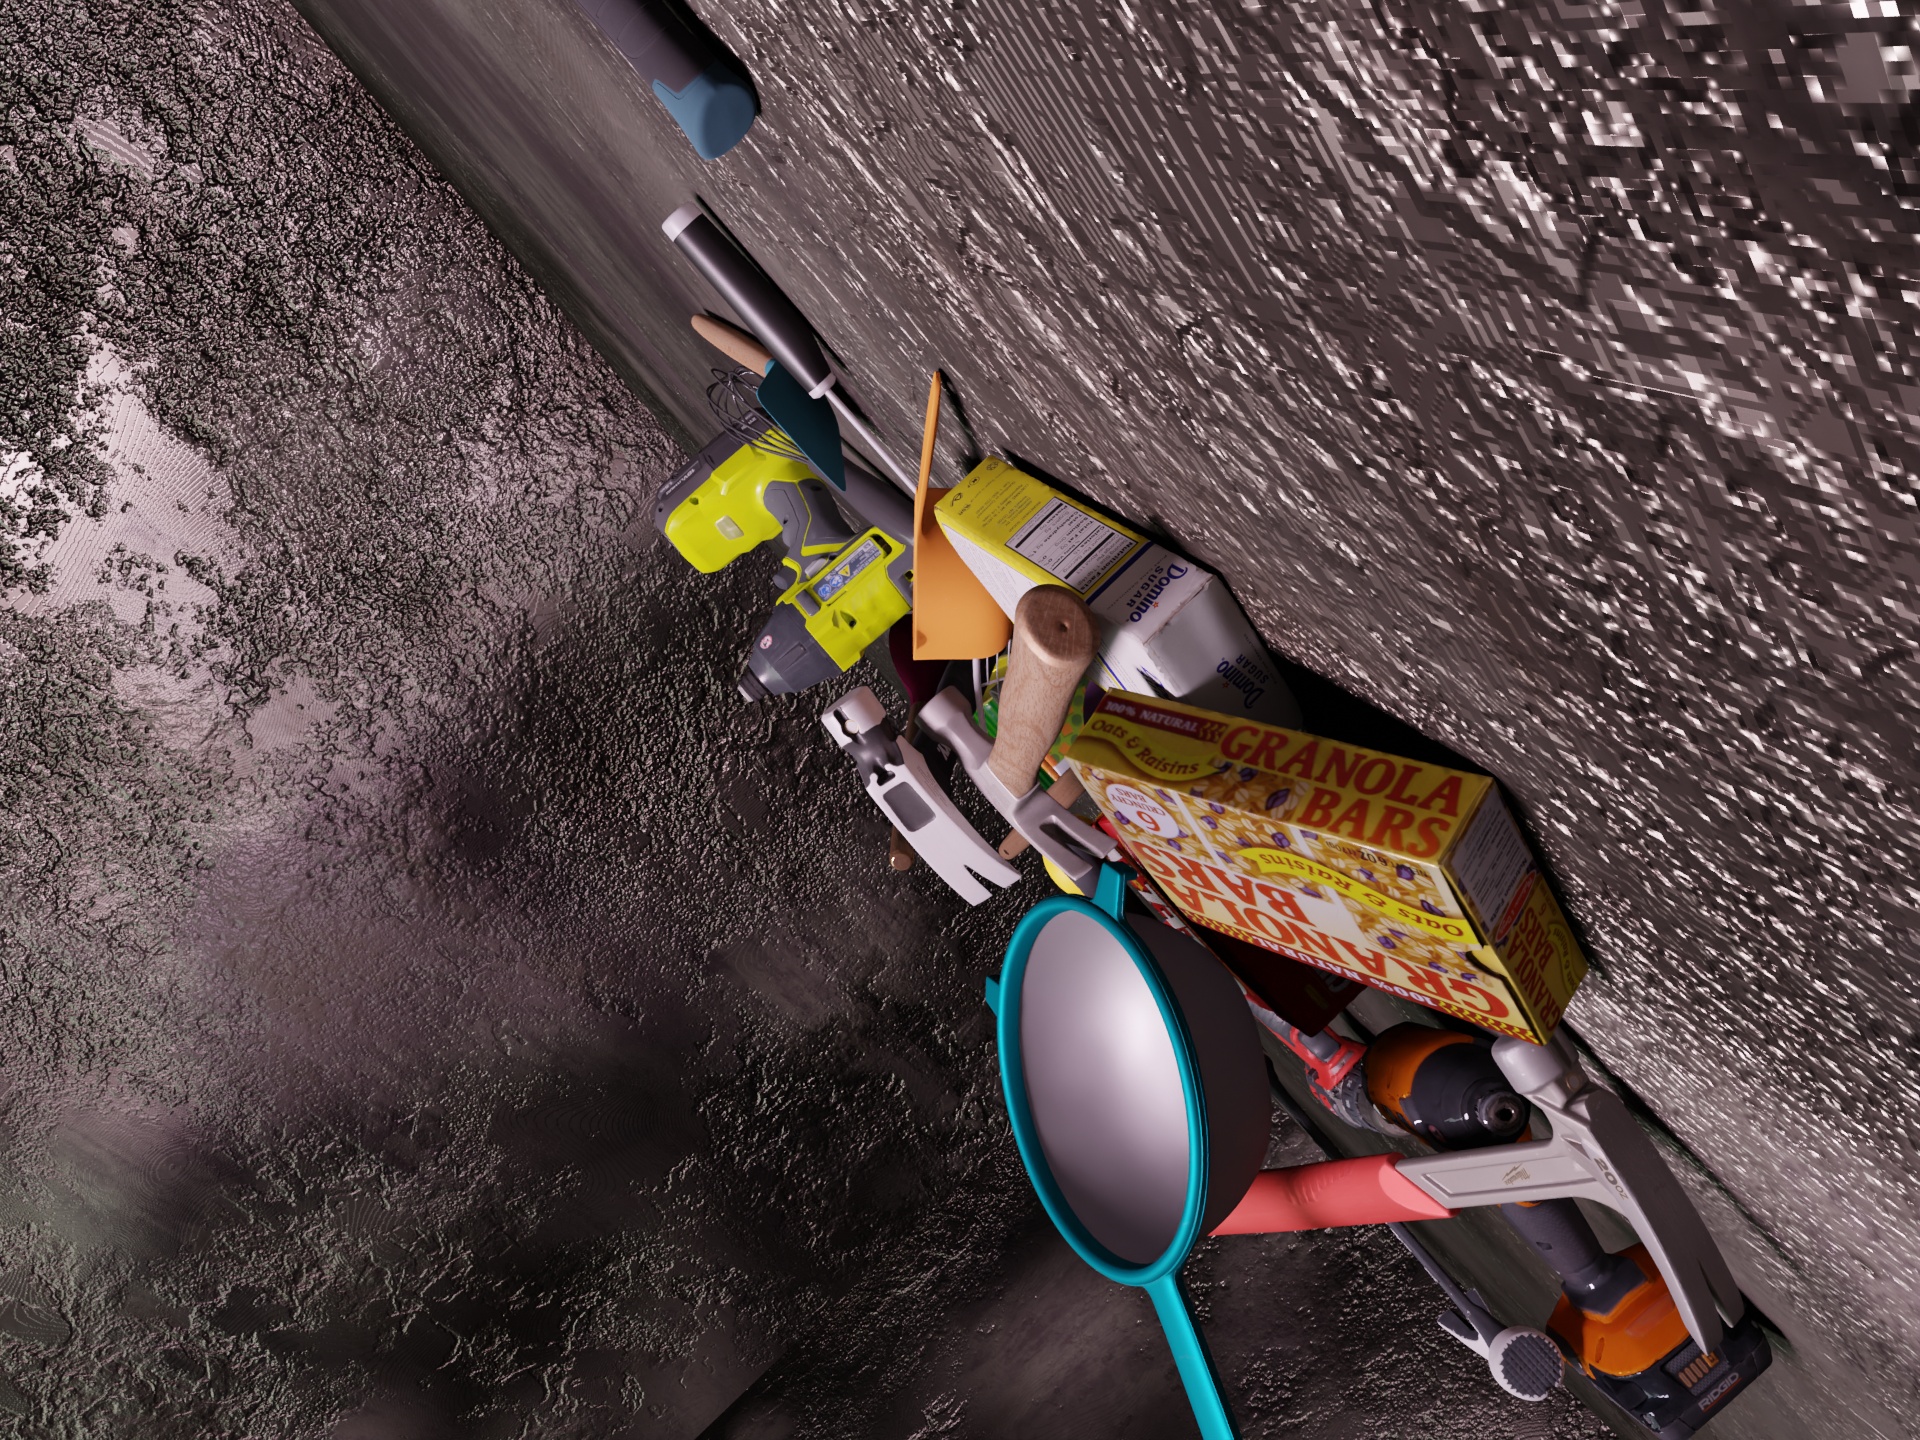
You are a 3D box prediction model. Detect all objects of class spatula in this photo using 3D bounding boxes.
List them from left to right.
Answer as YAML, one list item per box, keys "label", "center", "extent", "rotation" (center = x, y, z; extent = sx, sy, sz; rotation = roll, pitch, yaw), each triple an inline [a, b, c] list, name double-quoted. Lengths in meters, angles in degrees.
- label: "spatula"
  center: [-0.140, -0.233, 1.060]
  extent: [0.082, 0.044, 0.318]
  rotation: [45, 179, -33]
- label: "spatula"
  center: [0.069, 0.035, 0.970]
  extent: [0.060, 0.018, 0.315]
  rotation: [46, 156, 6]

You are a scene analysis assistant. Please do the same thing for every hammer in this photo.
- label: "hammer"
  center: [-0.194, -0.343, 0.571]
  extent: [0.331, 0.033, 0.128]
  rotation: [48, 176, -13]
- label: "hammer"
  center: [-0.002, -0.003, 1.030]
  extent: [0.146, 0.035, 0.335]
  rotation: [54, -162, -11]
- label: "hammer"
  center: [0.033, 0.004, 0.743]
  extent: [0.130, 0.031, 0.331]
  rotation: [48, 170, 8]
- label: "hammer"
  center: [0.190, 0.220, 0.953]
  extent: [0.409, 0.036, 0.149]
  rotation: [49, 176, 14]
- label: "hammer"
  center: [0.221, 0.249, 0.818]
  extent: [0.149, 0.036, 0.359]
  rotation: [59, 151, 6]

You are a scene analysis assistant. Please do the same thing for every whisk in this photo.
- label: "whisk"
  center: [-0.098, -0.184, 1.109]
  extent: [0.239, 0.055, 0.055]
  rotation: [40, 174, 28]

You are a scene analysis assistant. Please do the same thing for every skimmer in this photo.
- label: "skimmer"
  center: [-0.059, -0.124, 0.904]
  extent: [0.363, 0.090, 0.127]
  rotation: [48, 177, -14]

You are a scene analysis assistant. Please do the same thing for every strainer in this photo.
- label: "strainer"
  center: [0.127, 0.251, 0.860]
  extent: [0.211, 0.095, 0.341]
  rotation: [-54, 49, 54]

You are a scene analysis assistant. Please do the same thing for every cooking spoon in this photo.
- label: "cooking spoon"
  center: [-0.026, 0.006, 1.036]
  extent: [0.068, 0.017, 0.319]
  rotation: [41, -157, -17]

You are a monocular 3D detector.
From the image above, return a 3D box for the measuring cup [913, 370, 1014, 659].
- label: "measuring cup"
  center: [0.005, -0.099, 0.772]
  extent: [0.173, 0.052, 0.095]
  rotation: [97, 173, -52]

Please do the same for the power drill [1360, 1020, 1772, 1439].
- label: "power drill"
  center: [0.316, 0.263, 0.847]
  extent: [0.226, 0.084, 0.164]
  rotation: [51, 176, 5]

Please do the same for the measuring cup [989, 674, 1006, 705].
- label: "measuring cup"
  center: [0.094, 0.021, 1.167]
  extent: [0.167, 0.038, 0.083]
  rotation: [41, 175, -3]

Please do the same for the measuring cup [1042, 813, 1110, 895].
- label: "measuring cup"
  center: [0.108, 0.087, 1.113]
  extent: [0.062, 0.029, 0.156]
  rotation: [53, -148, 14]

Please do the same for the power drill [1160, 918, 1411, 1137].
- label: "power drill"
  center: [0.254, 0.226, 1.212]
  extent: [0.227, 0.080, 0.188]
  rotation: [44, 176, 1]

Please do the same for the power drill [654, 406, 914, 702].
- label: "power drill"
  center: [-0.129, -0.121, 1.165]
  extent: [0.223, 0.171, 0.080]
  rotation: [48, 178, 40]
